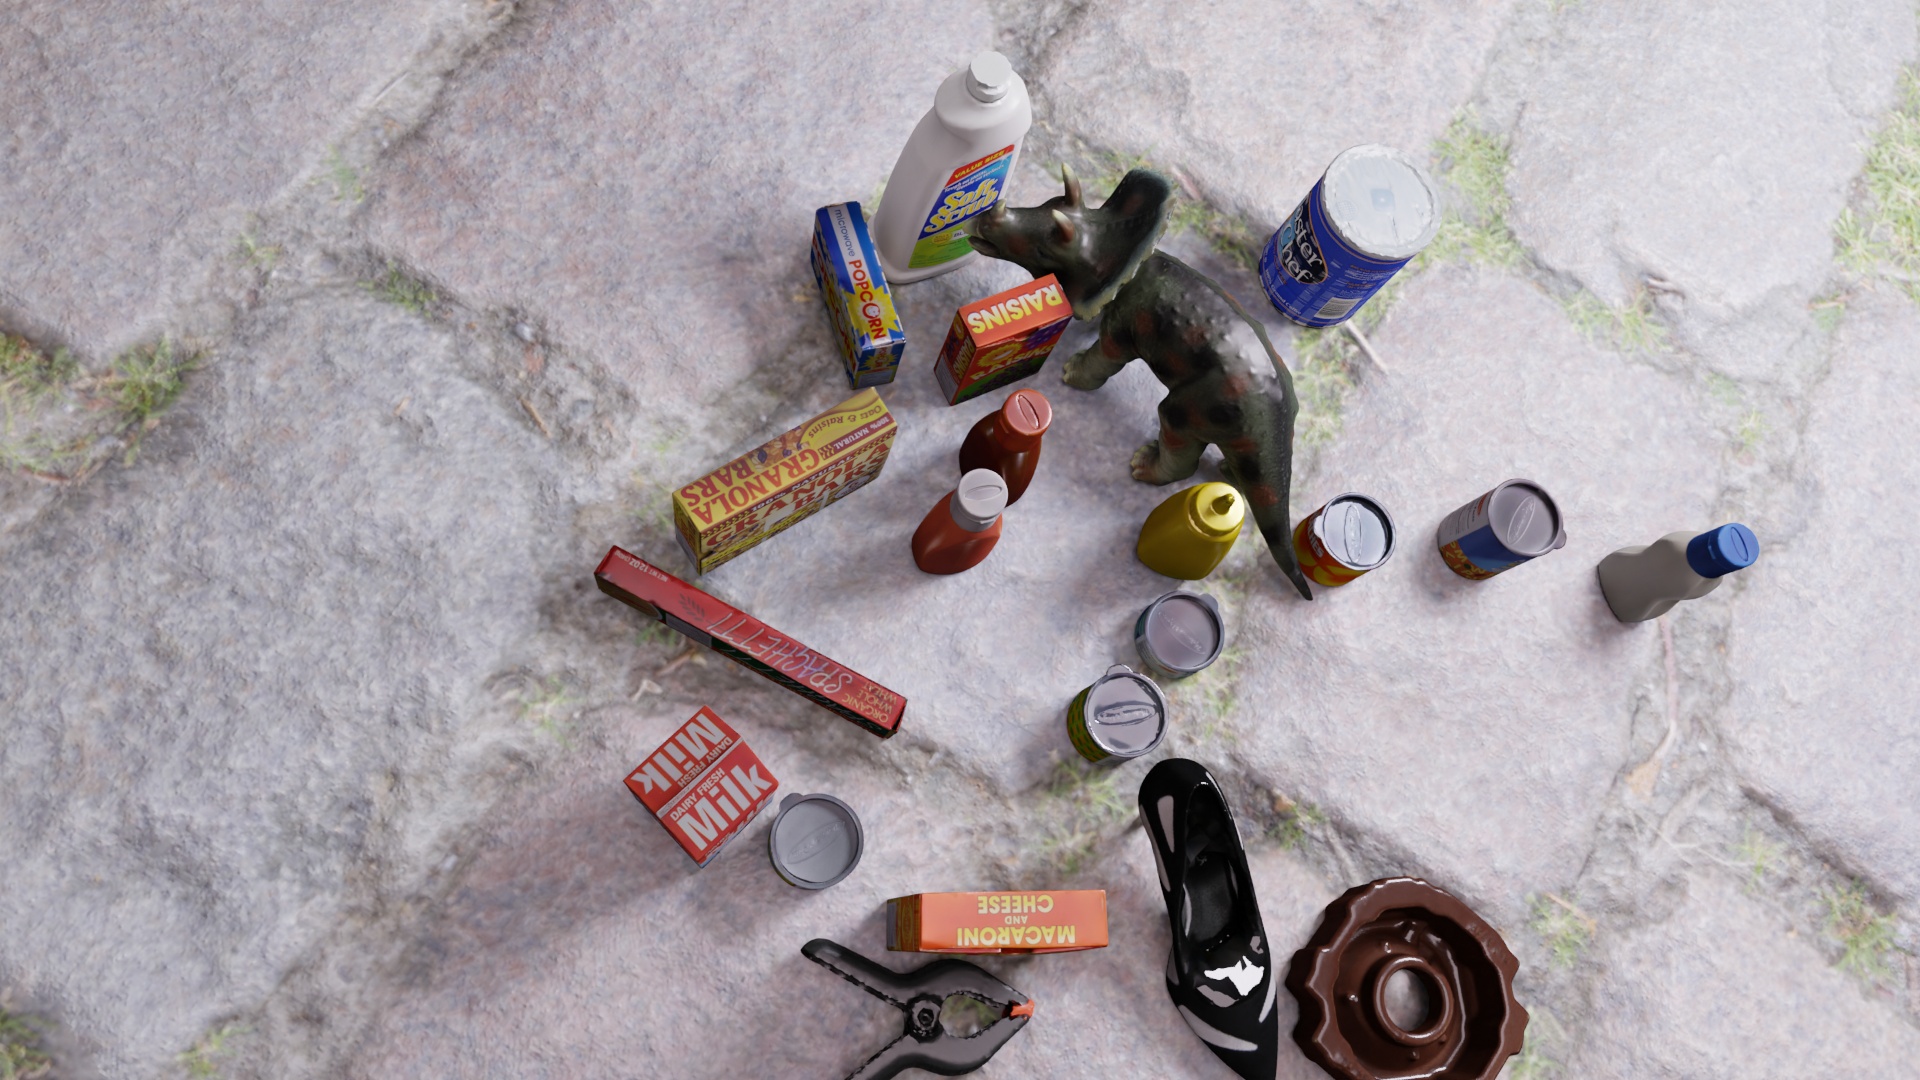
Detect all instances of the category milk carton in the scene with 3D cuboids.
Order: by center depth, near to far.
[{"bbox_3d":[-0.173,0.167,0.933,0.073,0.190,0.072,46,72,4],"label":"milk carton"}]

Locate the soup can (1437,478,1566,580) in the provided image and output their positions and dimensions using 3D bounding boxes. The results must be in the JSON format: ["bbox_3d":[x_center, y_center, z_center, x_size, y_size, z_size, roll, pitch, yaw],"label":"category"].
[{"bbox_3d":[0.449,-0.006,1.155,0.071,0.083,0.071,3,74,-10],"label":"soup can"}]

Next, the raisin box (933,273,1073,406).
[{"bbox_3d":[0.032,-0.157,1.101,0.086,0.123,0.040,-22,79,-15],"label":"raisin box"}]

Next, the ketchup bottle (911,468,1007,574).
[{"bbox_3d":[0.004,-0.013,1.040,0.065,0.148,0.043,-12,77,-13],"label":"ketchup bottle"}]

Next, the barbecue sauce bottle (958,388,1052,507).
[{"bbox_3d":[0.035,-0.072,1.064,0.044,0.148,0.065,-25,80,-16],"label":"barbecue sauce bottle"}]

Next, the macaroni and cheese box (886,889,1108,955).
[{"bbox_3d":[0.020,0.263,0.953,0.124,0.166,0.040,2,74,-10],"label":"macaroni and cheese box"}]

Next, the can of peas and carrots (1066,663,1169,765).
[{"bbox_3d":[0.119,0.135,1.066,0.071,0.058,0.071,3,74,-10],"label":"can of peas and carrots"}]

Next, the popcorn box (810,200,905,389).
[{"bbox_3d":[-0.084,-0.195,1.111,0.038,0.085,0.127,-15,77,-14],"label":"popcorn box"}]

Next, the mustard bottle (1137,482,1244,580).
[{"bbox_3d":[0.184,-0.012,1.067,0.065,0.159,0.049,24,72,-3],"label":"mustard bottle"}]

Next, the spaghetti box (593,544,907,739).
[{"bbox_3d":[-0.155,0.078,1.036,0.250,0.050,0.029,28,71,-2],"label":"spaghetti box"}]

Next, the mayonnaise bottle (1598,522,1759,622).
[{"bbox_3d":[0.587,0.023,1.138,0.041,0.147,0.065,-12,77,-13],"label":"mayonnaise bottle"}]

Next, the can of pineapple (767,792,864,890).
[{"bbox_3d":[-0.106,0.216,1.001,0.071,0.057,0.071,3,74,-10],"label":"can of pineapple"}]

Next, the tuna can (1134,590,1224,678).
[{"bbox_3d":[0.176,0.074,1.108,0.071,0.032,0.071,3,74,-10],"label":"tuna can"}]

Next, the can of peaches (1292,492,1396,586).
[{"bbox_3d":[0.312,0.000,1.141,0.071,0.058,0.071,3,74,-10],"label":"can of peaches"}]

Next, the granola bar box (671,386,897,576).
[{"bbox_3d":[-0.132,-0.041,1.037,0.166,0.124,0.039,-30,82,-17],"label":"granola bar box"}]
